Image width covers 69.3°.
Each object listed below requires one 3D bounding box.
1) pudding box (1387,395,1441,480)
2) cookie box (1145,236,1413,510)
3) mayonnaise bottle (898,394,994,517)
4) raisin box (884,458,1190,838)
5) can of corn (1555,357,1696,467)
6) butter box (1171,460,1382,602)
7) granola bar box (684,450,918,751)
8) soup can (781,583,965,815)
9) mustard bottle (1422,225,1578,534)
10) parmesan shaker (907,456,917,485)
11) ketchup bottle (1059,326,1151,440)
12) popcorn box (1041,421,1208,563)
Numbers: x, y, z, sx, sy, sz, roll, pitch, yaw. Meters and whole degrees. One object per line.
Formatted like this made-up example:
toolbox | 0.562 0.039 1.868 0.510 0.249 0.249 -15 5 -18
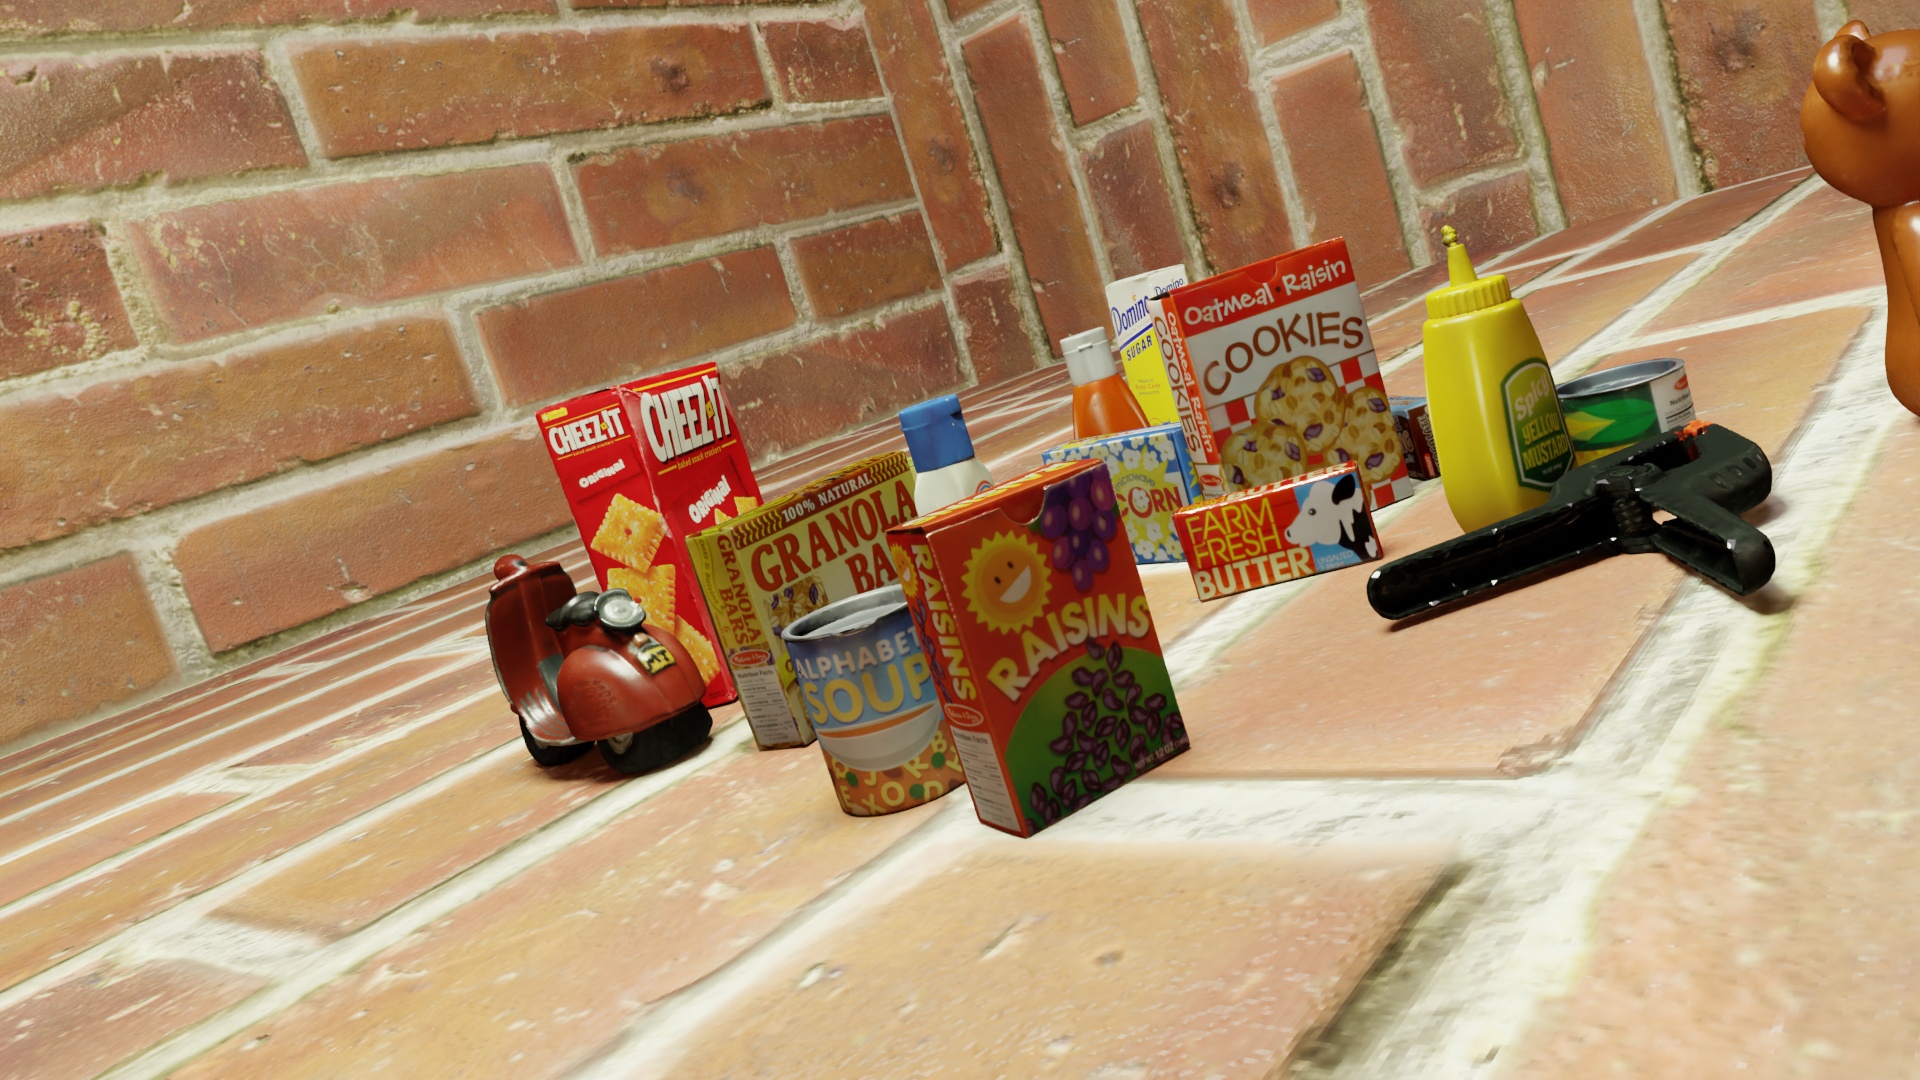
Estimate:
pudding box | 0.299 -0.070 0.927 0.030 0.049 0.084 -18 9 -4
cookie box | 0.196 -0.087 0.847 0.123 0.167 0.040 -20 9 -16
mayonnaise bottle | 0.003 -0.010 0.814 0.041 0.148 0.065 -14 9 26
raisin box | 0.031 0.039 0.538 0.086 0.123 0.040 -22 9 -27
can of corn | 0.347 -0.058 0.729 0.071 0.058 0.071 -17 9 3
butter box | 0.172 -0.005 0.759 0.103 0.053 0.024 -15 9 17
granola bar box | -0.073 0.029 0.796 0.039 0.124 0.166 -12 10 34
soup can | -0.034 0.069 0.607 0.071 0.083 0.071 -17 9 3
mustard bottle | 0.263 -0.079 0.693 0.065 0.160 0.048 -23 10 -32
parmesan shaker | -0.036 -0.003 0.991 0.071 0.103 0.071 -17 8 3
ketchup bottle | 0.116 -0.090 1.080 0.065 0.148 0.043 -17 8 8
popcorn box | 0.118 -0.030 0.913 0.038 0.085 0.126 -24 11 -36
